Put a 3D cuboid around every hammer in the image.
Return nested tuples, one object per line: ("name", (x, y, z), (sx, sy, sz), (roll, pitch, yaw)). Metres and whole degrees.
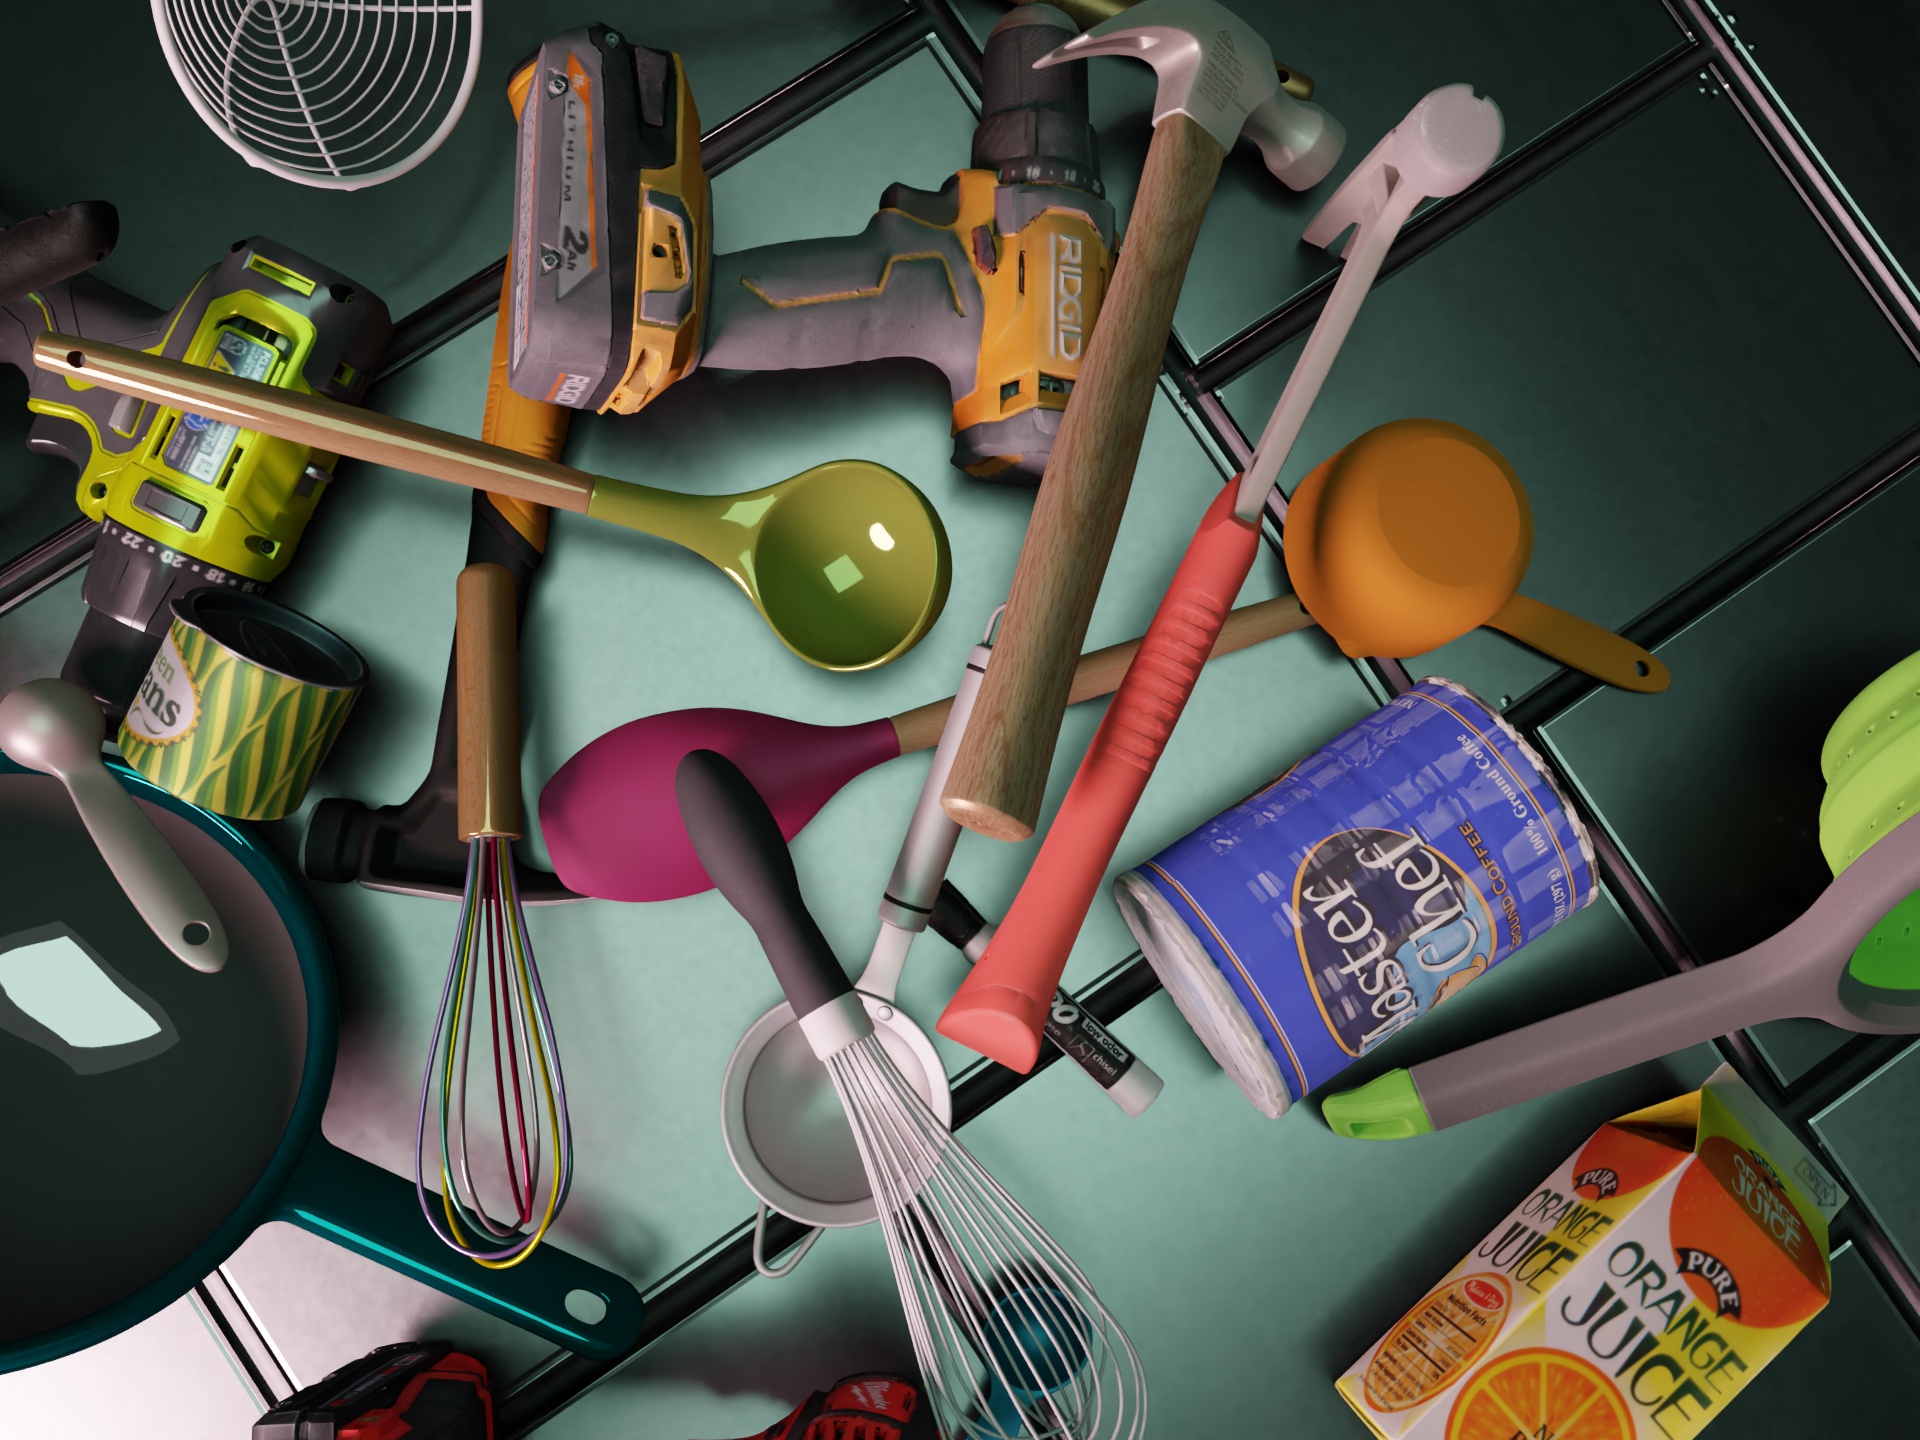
("hammer", (-0.163, -0.097, 0.615), (0.127, 0.034, 0.337), (7, 85, -2))
("hammer", (0.053, -0.118, 0.572), (0.130, 0.031, 0.331), (28, 71, -31))
("hammer", (0.085, -0.044, 0.575), (0.036, 0.149, 0.359), (26, 88, -3))

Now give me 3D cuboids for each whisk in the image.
("whisk", (-0.027, 0.133, 0.541), (0.070, 0.070, 0.285), (-30, 79, -5))
("whisk", (-0.160, 0.062, 0.554), (0.051, 0.047, 0.245), (4, 74, -33))

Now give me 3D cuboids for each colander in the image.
("colander", (0.316, 0.056, 0.596), (0.397, 0.204, 0.095), (-22, 52, 11))

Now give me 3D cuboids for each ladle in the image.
("ladle", (-0.157, -0.086, 0.561), (0.320, 0.062, 0.078), (14, 97, -14))

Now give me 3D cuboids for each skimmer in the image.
("skimmer", (-0.094, -0.279, 0.574), (0.363, 0.090, 0.127), (-12, 127, -8))

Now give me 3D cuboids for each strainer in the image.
("strainer", (-0.022, 0.079, 0.588), (0.087, 0.050, 0.258), (20, 92, 9))
("strainer", (-0.274, 0.150, 0.555), (0.340, 0.095, 0.211), (29, 52, -11))

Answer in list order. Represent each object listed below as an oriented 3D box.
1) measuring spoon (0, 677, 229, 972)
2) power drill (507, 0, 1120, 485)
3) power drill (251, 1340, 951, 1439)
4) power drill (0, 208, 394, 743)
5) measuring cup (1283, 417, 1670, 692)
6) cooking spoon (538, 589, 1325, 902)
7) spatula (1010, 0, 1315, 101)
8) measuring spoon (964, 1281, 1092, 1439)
("measuring spoon", (-0.287, 0.034, 0.544), (0.034, 0.018, 0.124), (-32, 81, -38))
("power drill", (-0.044, -0.190, 0.587), (0.226, 0.084, 0.185), (3, 85, -22))
("power drill", (-0.111, 0.259, 0.540), (0.219, 0.143, 0.078), (-3, 81, 3))
("power drill", (-0.350, -0.116, 0.587), (0.228, 0.080, 0.190), (26, 89, -3))
("measuring cup", (0.213, -0.055, 0.617), (0.173, 0.052, 0.095), (24, 73, -5))
("cooking spoon", (-0.001, -0.002, 0.606), (0.319, 0.017, 0.069), (-17, 88, -11))
("spatula", (-0.004, -0.312, 0.638), (0.317, 0.044, 0.082), (21, 89, -2))
("measuring spoon", (0.010, 0.270, 0.604), (0.042, 0.021, 0.128), (24, 93, -7))
